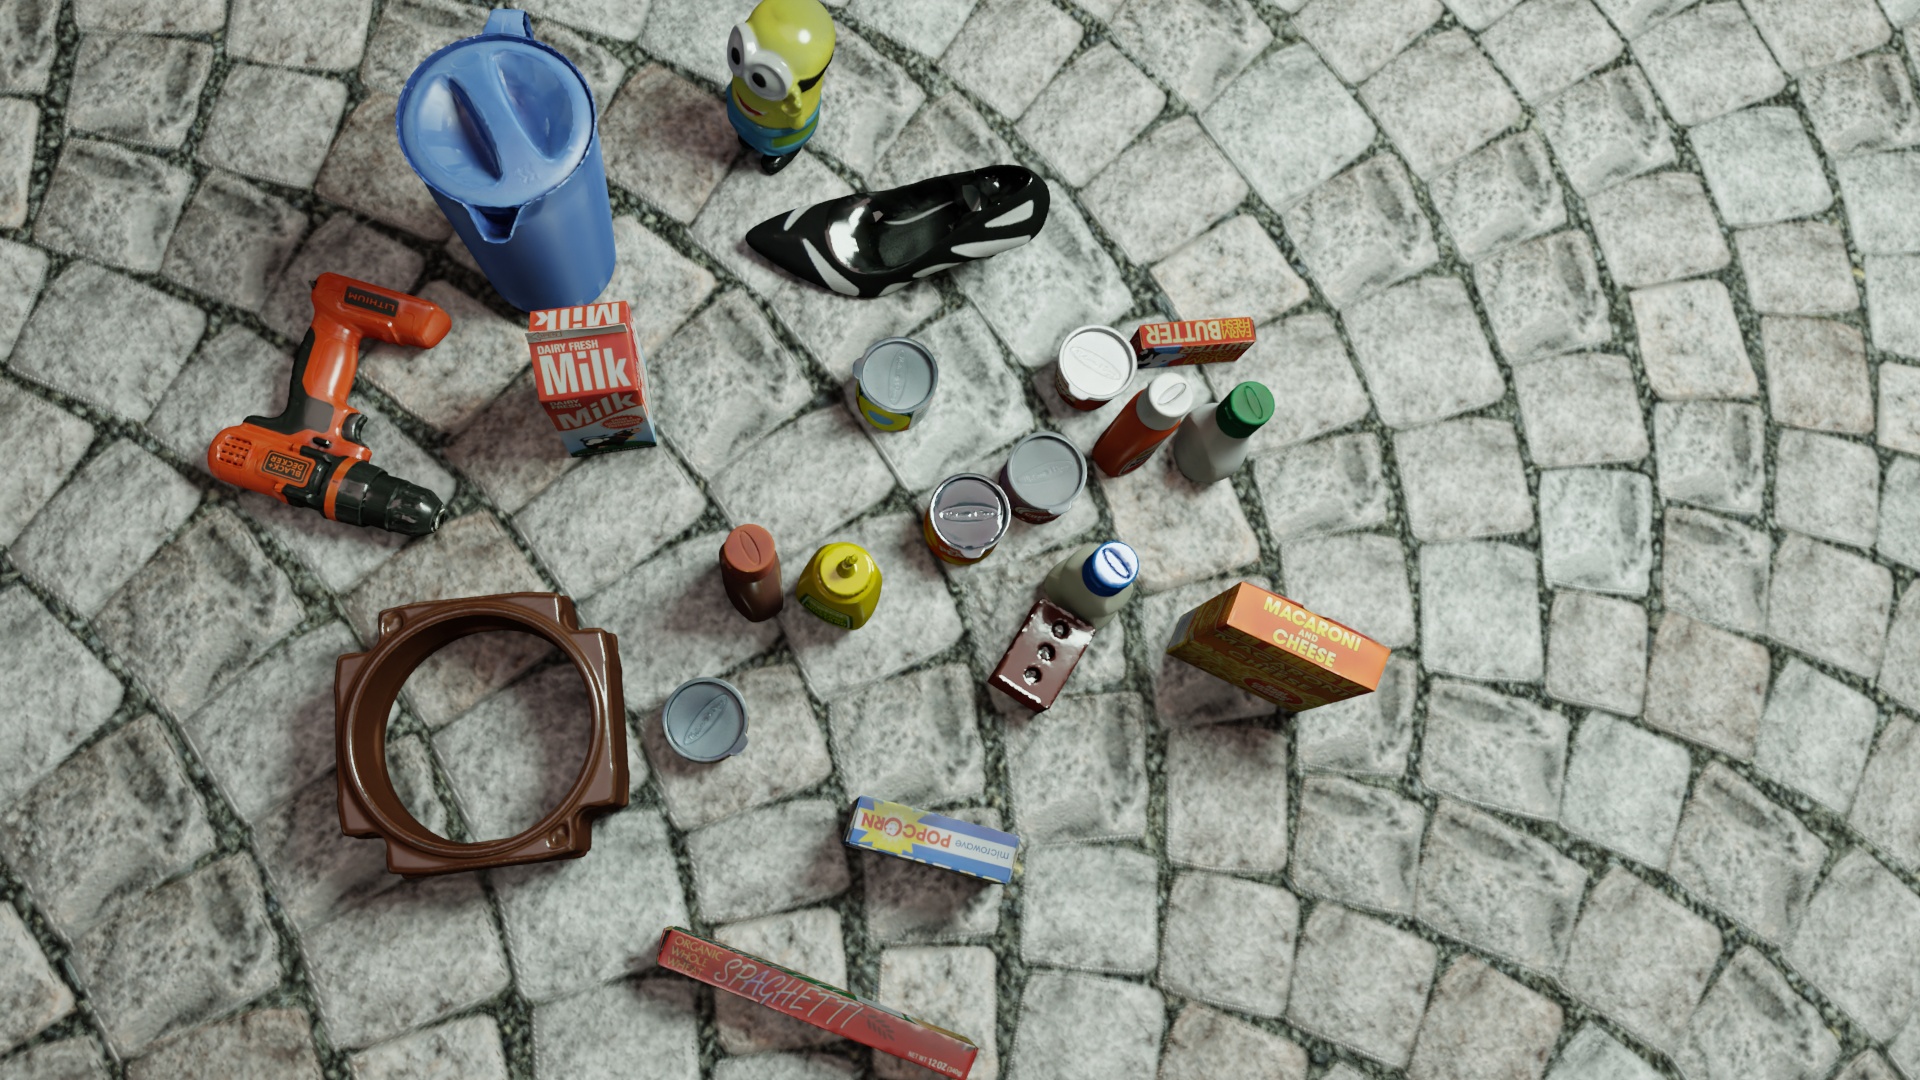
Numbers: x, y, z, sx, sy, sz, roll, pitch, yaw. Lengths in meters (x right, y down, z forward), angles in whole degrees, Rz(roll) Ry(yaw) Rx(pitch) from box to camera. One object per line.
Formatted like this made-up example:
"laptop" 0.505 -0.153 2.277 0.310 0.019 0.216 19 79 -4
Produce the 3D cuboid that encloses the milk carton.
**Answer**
"milk carton" -0.280 -0.127 1.062 0.072 0.190 0.073 -8 78 -9

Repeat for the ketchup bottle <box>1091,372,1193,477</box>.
"ketchup bottle" 0.151 -0.096 1.133 0.065 0.148 0.043 -37 84 -14

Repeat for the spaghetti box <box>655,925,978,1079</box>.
"spaghetti box" -0.109 0.347 1.045 0.250 0.050 0.029 22 75 -2

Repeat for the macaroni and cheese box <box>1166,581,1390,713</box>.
"macaroni and cheese box" 0.245 0.086 1.093 0.124 0.166 0.040 25 75 -1

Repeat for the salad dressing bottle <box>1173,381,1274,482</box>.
"salad dressing bottle" 0.216 -0.090 1.141 0.044 0.147 0.064 -19 80 -11

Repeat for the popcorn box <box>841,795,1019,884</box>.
"popcorn box" -0.024 0.230 1.065 0.127 0.085 0.038 15 76 -4

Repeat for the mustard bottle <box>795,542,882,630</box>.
"mustard bottle" -0.092 0.031 1.065 0.065 0.160 0.049 27 75 -1

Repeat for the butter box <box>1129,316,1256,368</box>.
"butter box" 0.199 -0.171 1.207 0.104 0.053 0.024 -6 78 -9

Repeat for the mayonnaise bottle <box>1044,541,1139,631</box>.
"mayonnaise bottle" 0.106 0.034 1.097 0.041 0.147 0.065 -39 85 -14

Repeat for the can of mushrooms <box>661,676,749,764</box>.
"can of mushrooms" -0.197 0.143 1.090 0.071 0.033 0.071 2 77 -7

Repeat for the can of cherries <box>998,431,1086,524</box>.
"can of cherries" 0.068 -0.049 1.157 0.071 0.058 0.071 2 77 -7

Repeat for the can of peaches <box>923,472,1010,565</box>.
"can of peaches" 0.004 -0.014 1.141 0.071 0.058 0.071 2 77 -7

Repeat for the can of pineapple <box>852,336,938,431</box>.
"can of pineapple" -0.055 -0.131 1.161 0.071 0.057 0.071 2 77 -7

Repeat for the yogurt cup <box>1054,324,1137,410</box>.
"yogurt cup" 0.112 -0.145 1.188 0.072 0.054 0.072 2 77 -7

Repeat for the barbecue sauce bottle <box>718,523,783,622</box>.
"barbecue sauce bottle" -0.161 0.021 1.064 0.044 0.148 0.065 -26 82 -12
